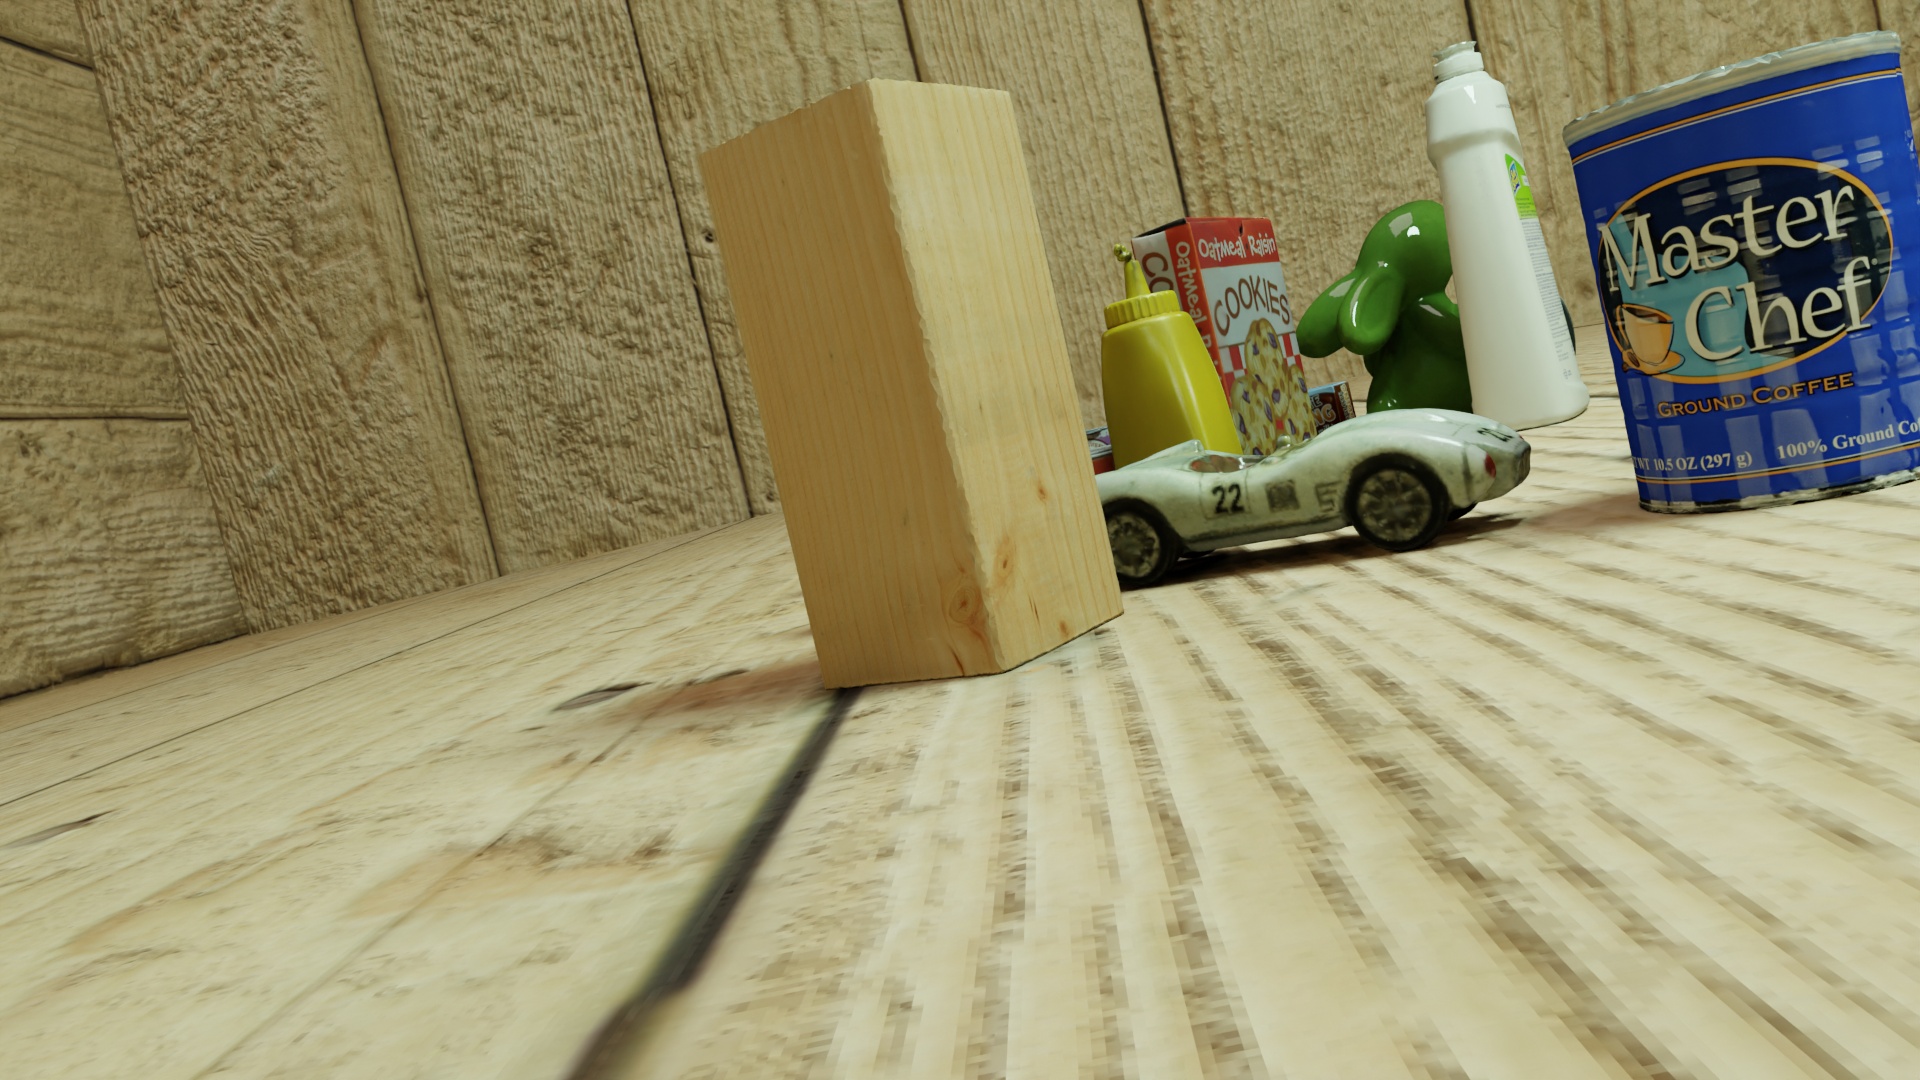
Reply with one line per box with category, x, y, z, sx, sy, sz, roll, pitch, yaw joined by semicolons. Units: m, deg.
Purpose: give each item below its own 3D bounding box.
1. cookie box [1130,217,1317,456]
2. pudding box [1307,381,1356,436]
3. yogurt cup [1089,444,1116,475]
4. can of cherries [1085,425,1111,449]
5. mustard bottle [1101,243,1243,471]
cookie box;0.161;-0.103;0.810;0.040;0.167;0.123;-11;5;35
pudding box;0.289;-0.102;1.171;0.083;0.049;0.030;-9;6;42
yogurt cup;0.071;-0.026;0.851;0.072;0.054;0.072;-13;4;1
can of cherries;0.102;-0.061;1.151;0.071;0.058;0.071;-13;4;1
mustard bottle;0.107;-0.080;0.738;0.065;0.160;0.049;-10;5;39
